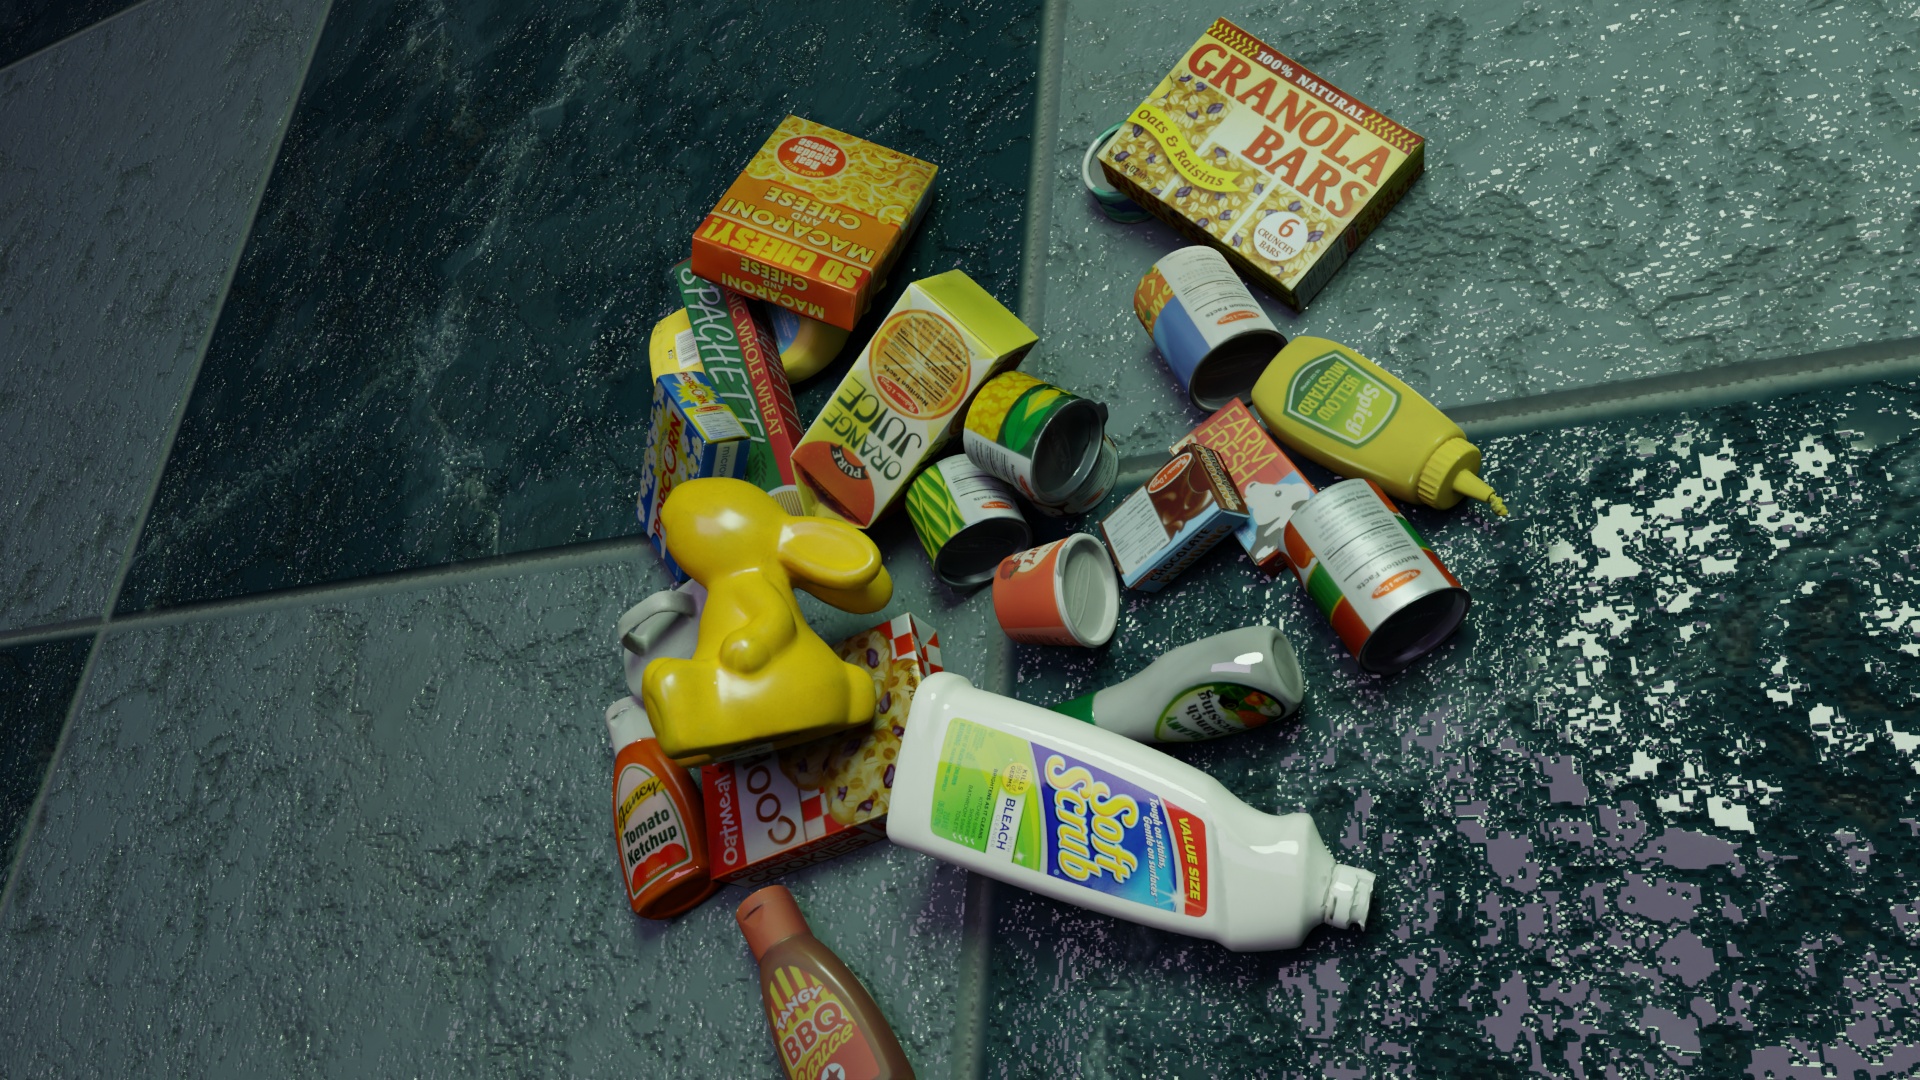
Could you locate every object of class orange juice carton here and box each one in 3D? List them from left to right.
[{"bbox_3d":[-0.041,-0.077,0.899,0.073,0.072,0.191,42,119,7],"label":"orange juice carton"}]

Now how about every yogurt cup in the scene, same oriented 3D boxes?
[{"bbox_3d":[0.056,0.032,0.831,0.054,0.072,0.072,-10,62,35],"label":"yogurt cup"}]

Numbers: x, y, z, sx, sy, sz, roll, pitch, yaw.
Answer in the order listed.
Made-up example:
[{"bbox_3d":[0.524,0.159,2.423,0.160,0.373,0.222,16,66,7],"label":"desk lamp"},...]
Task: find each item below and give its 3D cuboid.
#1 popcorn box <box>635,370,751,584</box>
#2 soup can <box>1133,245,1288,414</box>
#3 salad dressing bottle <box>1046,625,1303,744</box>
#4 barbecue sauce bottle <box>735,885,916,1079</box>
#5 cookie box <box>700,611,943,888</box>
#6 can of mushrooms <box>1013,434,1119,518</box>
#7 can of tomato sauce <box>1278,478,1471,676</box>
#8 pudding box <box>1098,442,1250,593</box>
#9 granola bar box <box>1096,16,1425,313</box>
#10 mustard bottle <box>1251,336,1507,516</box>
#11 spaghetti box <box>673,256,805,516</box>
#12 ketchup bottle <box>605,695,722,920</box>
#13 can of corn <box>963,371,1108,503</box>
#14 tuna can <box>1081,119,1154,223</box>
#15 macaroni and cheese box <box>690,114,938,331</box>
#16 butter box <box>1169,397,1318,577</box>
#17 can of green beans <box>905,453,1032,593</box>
[{"bbox_3d":[-0.191,-0.045,0.986,0.085,0.038,0.126,49,135,37],"label":"popcorn box"},{"bbox_3d":[0.152,-0.128,0.855,0.071,0.071,0.084,-34,52,12],"label":"soup can"},{"bbox_3d":[0.114,0.091,0.772,0.147,0.064,0.044,-23,45,29],"label":"salad dressing bottle"},{"bbox_3d":[-0.085,0.269,0.805,0.065,0.043,0.149,-43,52,7],"label":"barbecue sauce bottle"},{"bbox_3d":[-0.086,0.133,0.876,0.167,0.040,0.123,-24,57,18],"label":"cookie box"},{"bbox_3d":[0.063,-0.051,0.887,0.071,0.033,0.071,-13,61,25],"label":"can of mushrooms"},{"bbox_3d":[0.219,0.019,0.742,0.071,0.071,0.083,-36,53,10],"label":"can of tomato sauce"},{"bbox_3d":[0.124,-0.012,0.814,0.083,0.030,0.050,-44,52,34],"label":"pudding box"},{"bbox_3d":[0.189,-0.241,0.882,0.166,0.039,0.124,41,90,24],"label":"granola bar box"},{"bbox_3d":[0.239,-0.058,0.778,0.160,0.048,0.065,38,90,38],"label":"mustard bottle"},{"bbox_3d":[-0.146,-0.097,0.989,0.050,0.028,0.250,-24,75,18],"label":"spaghetti box"},{"bbox_3d":[-0.203,0.172,0.923,0.064,0.043,0.149,-35,53,11],"label":"ketchup bottle"},{"bbox_3d":[0.046,-0.065,0.841,0.058,0.071,0.071,28,82,37],"label":"can of corn"},{"bbox_3d":[0.121,-0.256,0.956,0.071,0.032,0.071,-13,60,25],"label":"tuna can"},{"bbox_3d":[-0.102,-0.231,1.000,0.124,0.040,0.167,20,50,5],"label":"macaroni and cheese box"},{"bbox_3d":[0.172,-0.033,0.819,0.053,0.024,0.104,-38,53,10],"label":"butter box"},{"bbox_3d":[0.004,-0.013,0.881,0.071,0.071,0.058,-34,53,12],"label":"can of green beans"}]
